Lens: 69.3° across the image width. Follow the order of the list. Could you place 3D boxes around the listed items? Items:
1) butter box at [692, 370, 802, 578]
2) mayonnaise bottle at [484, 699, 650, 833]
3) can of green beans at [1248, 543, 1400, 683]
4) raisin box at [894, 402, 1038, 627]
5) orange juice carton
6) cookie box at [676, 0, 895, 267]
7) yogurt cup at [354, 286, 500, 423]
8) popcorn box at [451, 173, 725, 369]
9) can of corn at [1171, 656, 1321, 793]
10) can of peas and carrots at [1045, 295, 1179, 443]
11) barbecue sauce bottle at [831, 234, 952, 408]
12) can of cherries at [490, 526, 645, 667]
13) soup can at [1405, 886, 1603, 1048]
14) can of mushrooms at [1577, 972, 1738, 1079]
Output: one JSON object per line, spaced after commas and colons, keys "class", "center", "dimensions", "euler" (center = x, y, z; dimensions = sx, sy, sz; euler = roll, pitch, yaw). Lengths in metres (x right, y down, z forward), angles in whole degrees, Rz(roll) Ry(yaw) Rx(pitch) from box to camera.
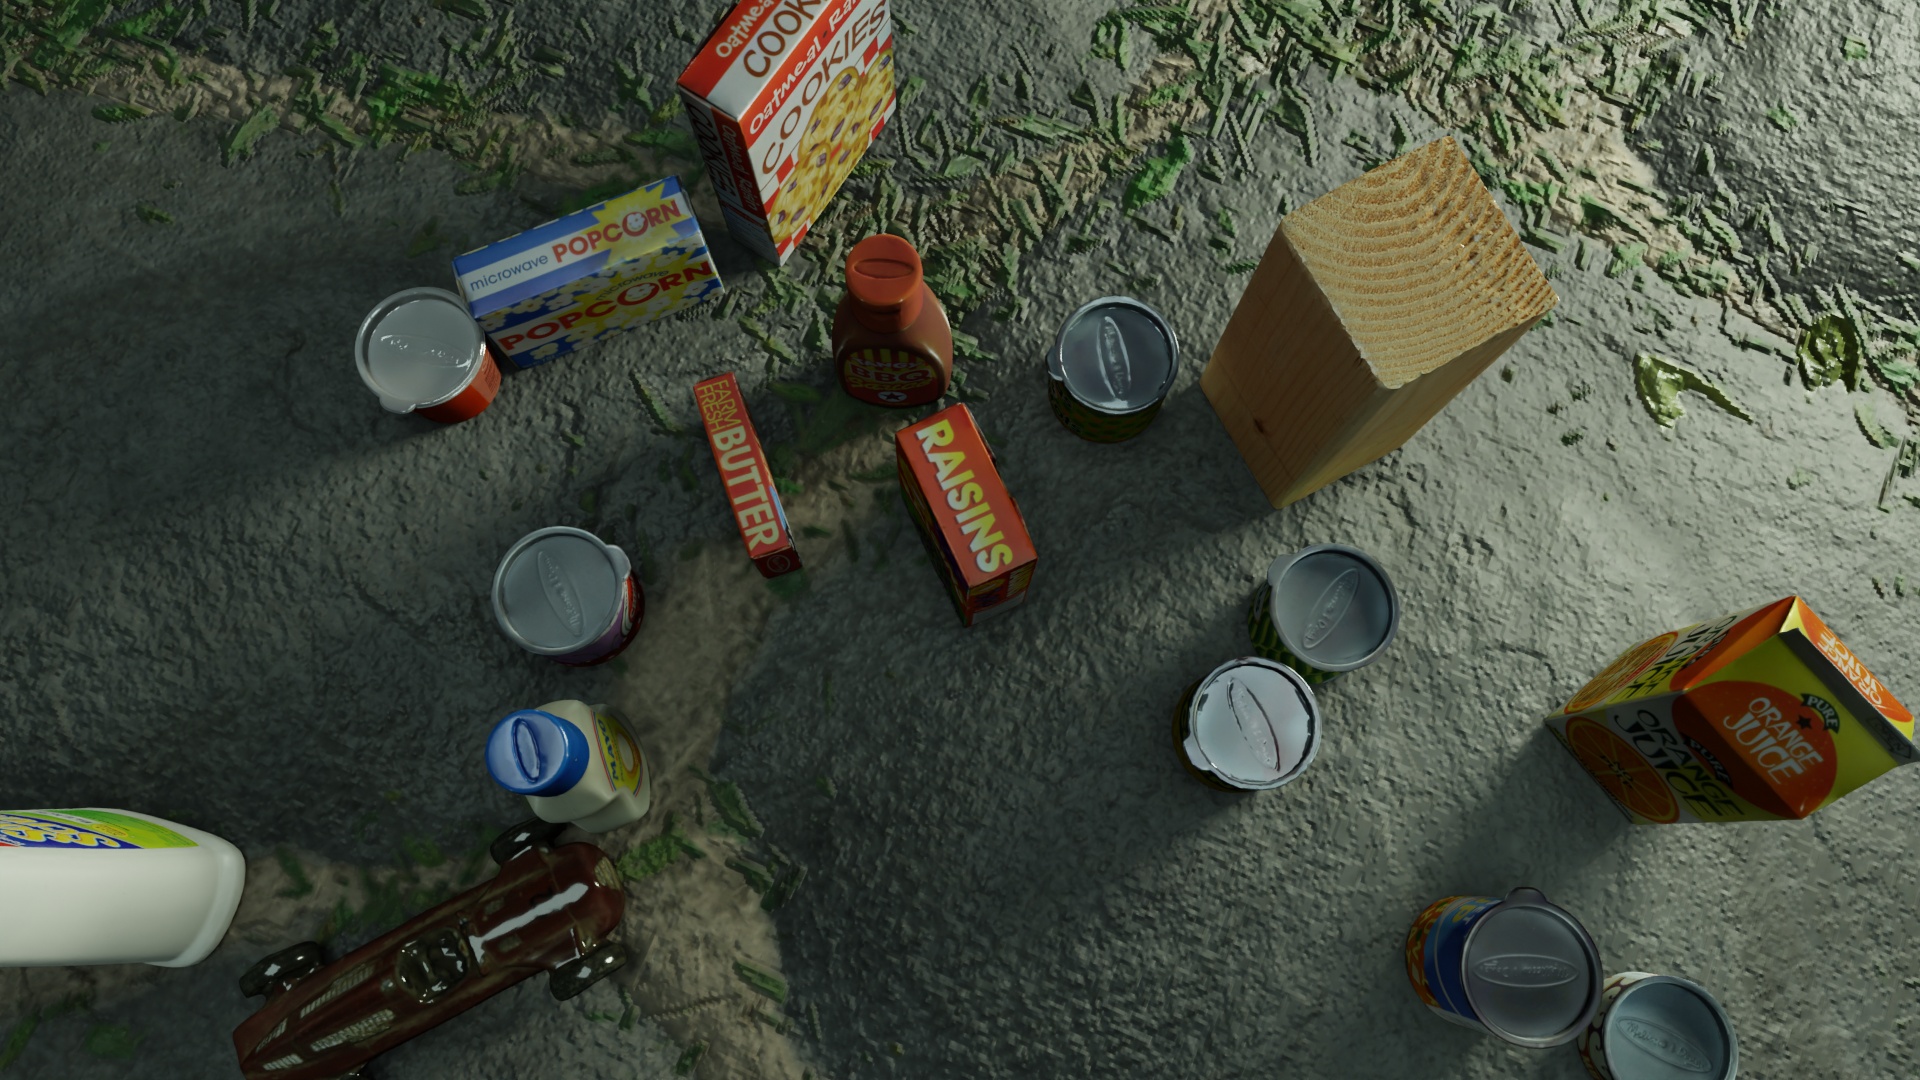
{"class": "butter box", "center": [-0.114, -0.034, 0.744], "dimensions": [0.024, 0.053, 0.103], "euler": [-19, 78, -5]}
{"class": "mayonnaise bottle", "center": [-0.185, 0.106, 0.662], "dimensions": [0.041, 0.147, 0.065], "euler": [-18, 78, -4]}
{"class": "can of green beans", "center": [0.189, 0.039, 0.728], "dimensions": [0.071, 0.057, 0.071], "euler": [0, 77, -1]}
{"class": "raisin box", "center": [0.003, -0.009, 0.703], "dimensions": [0.040, 0.123, 0.086], "euler": [-24, 79, -6]}
{"class": "orange juice carton", "center": [0.361, 0.082, 0.651], "dimensions": [0.073, 0.192, 0.072], "euler": [-38, 80, -8]}
{"class": "cookie box", "center": [-0.086, -0.235, 0.732], "dimensions": [0.040, 0.167, 0.123], "euler": [32, 79, 6]}
{"class": "yogurt cup", "center": [-0.285, -0.097, 0.756], "dimensions": [0.072, 0.054, 0.072], "euler": [0, 77, -1]}
{"class": "popcorn box", "center": [-0.198, -0.143, 0.752], "dimensions": [0.127, 0.085, 0.038], "euler": [-22, 79, -6]}
{"class": "can of corn", "center": [0.143, 0.097, 0.714], "dimensions": [0.071, 0.058, 0.071], "euler": [0, 77, -1]}
{"class": "can of peas and carrots", "center": [0.080, -0.091, 0.756], "dimensions": [0.071, 0.058, 0.071], "euler": [0, 77, -1]}
{"class": "barbecue sauce bottle", "center": [-0.036, -0.110, 0.714], "dimensions": [0.065, 0.148, 0.044], "euler": [3, 78, 0]}
{"class": "can of cherries", "center": [-0.200, 0.030, 0.725], "dimensions": [0.071, 0.058, 0.071], "euler": [0, 77, -1]}
{"class": "soup can", "center": [0.262, 0.204, 0.677], "dimensions": [0.071, 0.083, 0.071], "euler": [0, 77, 0]}
{"class": "can of mushrooms", "center": [0.345, 0.252, 0.692], "dimensions": [0.071, 0.033, 0.071], "euler": [0, 77, -1]}
